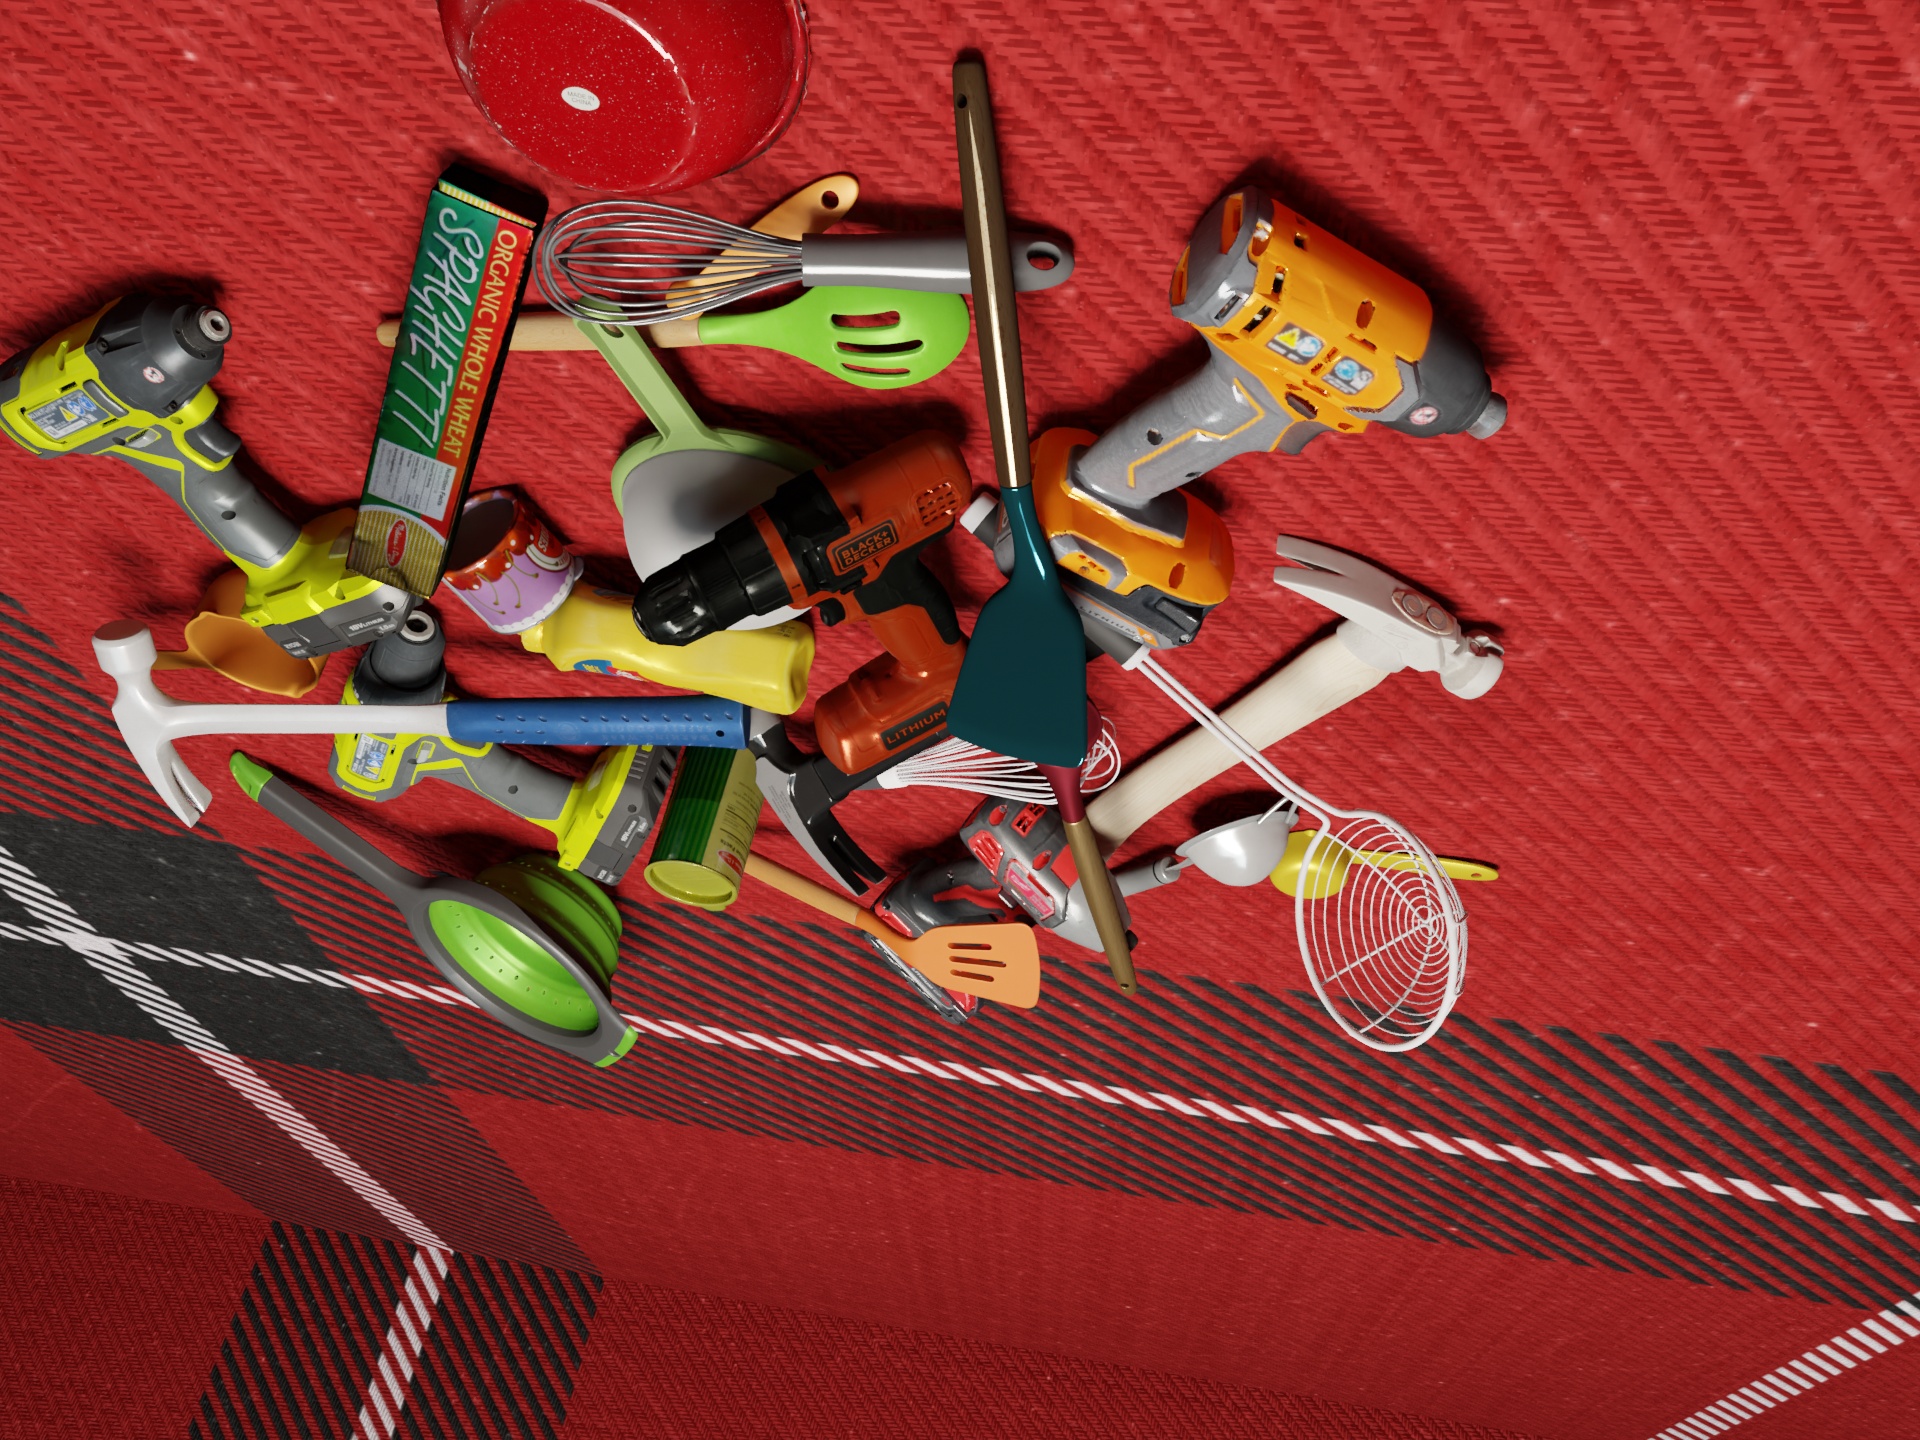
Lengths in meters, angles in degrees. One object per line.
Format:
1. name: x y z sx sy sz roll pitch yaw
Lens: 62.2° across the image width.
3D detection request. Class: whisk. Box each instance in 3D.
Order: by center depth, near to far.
1. whisk: -0.068 -0.201 0.704 0.239 0.055 0.055 -1 147 -3
2. whisk: -0.018 0.032 1.065 0.284 0.070 0.070 -8 143 36

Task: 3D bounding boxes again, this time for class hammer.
1. hammer: -0.002 -0.003 0.977 0.335 0.035 0.146 -29 92 38
2. hammer: 0.143 0.020 1.011 0.146 0.038 0.410 25 145 -17
3. hammer: -0.340 0.004 1.031 0.405 0.035 0.144 0 123 1

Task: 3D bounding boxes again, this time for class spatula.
1. spatula: 0.017 -0.127 0.715 0.082 0.044 0.317 15 128 34
2. spatula: -0.085 0.130 1.164 0.323 0.041 0.081 21 133 32

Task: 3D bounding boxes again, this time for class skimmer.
1. skimmer: 0.125 0.023 0.848 0.363 0.090 0.127 42 148 -2

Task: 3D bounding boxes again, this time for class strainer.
1. strainer: -0.140 -0.115 0.834 0.151 0.069 0.256 1 154 19
2. strainer: 0.154 0.106 1.132 0.086 0.050 0.258 -1 164 -34

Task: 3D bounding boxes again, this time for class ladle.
1. ladle: 0.076 0.076 0.977 0.069 0.031 0.315 0 137 21

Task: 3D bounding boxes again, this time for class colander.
1. colander: -0.417 0.129 1.325 0.397 0.094 0.204 38 143 -7

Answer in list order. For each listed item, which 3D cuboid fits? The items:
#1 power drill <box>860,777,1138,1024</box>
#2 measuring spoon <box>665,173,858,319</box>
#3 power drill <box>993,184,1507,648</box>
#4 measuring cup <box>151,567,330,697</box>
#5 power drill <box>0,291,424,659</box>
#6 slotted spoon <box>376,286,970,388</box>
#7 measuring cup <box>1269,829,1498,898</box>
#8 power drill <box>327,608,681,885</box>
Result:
1. power drill: 0.030 0.137 1.143 0.143 0.078 0.219 45 144 -2
2. measuring spoon: -0.093 -0.216 0.729 0.117 0.011 0.021 -24 115 30
3. power drill: 0.132 -0.127 0.750 0.164 0.084 0.226 24 142 -18
4. measuring cup: -0.500 -0.062 1.074 0.173 0.052 0.095 -1 145 22
5. power drill: -0.410 -0.139 0.906 0.171 0.080 0.223 -11 138 31
6. slotted spoon: -0.150 -0.192 0.788 0.314 0.031 0.070 3 140 15
7. measuring cup: 0.292 0.108 1.103 0.156 0.029 0.062 6 147 12
8. power drill: -0.321 0.018 1.117 0.228 0.080 0.190 24 140 -14
